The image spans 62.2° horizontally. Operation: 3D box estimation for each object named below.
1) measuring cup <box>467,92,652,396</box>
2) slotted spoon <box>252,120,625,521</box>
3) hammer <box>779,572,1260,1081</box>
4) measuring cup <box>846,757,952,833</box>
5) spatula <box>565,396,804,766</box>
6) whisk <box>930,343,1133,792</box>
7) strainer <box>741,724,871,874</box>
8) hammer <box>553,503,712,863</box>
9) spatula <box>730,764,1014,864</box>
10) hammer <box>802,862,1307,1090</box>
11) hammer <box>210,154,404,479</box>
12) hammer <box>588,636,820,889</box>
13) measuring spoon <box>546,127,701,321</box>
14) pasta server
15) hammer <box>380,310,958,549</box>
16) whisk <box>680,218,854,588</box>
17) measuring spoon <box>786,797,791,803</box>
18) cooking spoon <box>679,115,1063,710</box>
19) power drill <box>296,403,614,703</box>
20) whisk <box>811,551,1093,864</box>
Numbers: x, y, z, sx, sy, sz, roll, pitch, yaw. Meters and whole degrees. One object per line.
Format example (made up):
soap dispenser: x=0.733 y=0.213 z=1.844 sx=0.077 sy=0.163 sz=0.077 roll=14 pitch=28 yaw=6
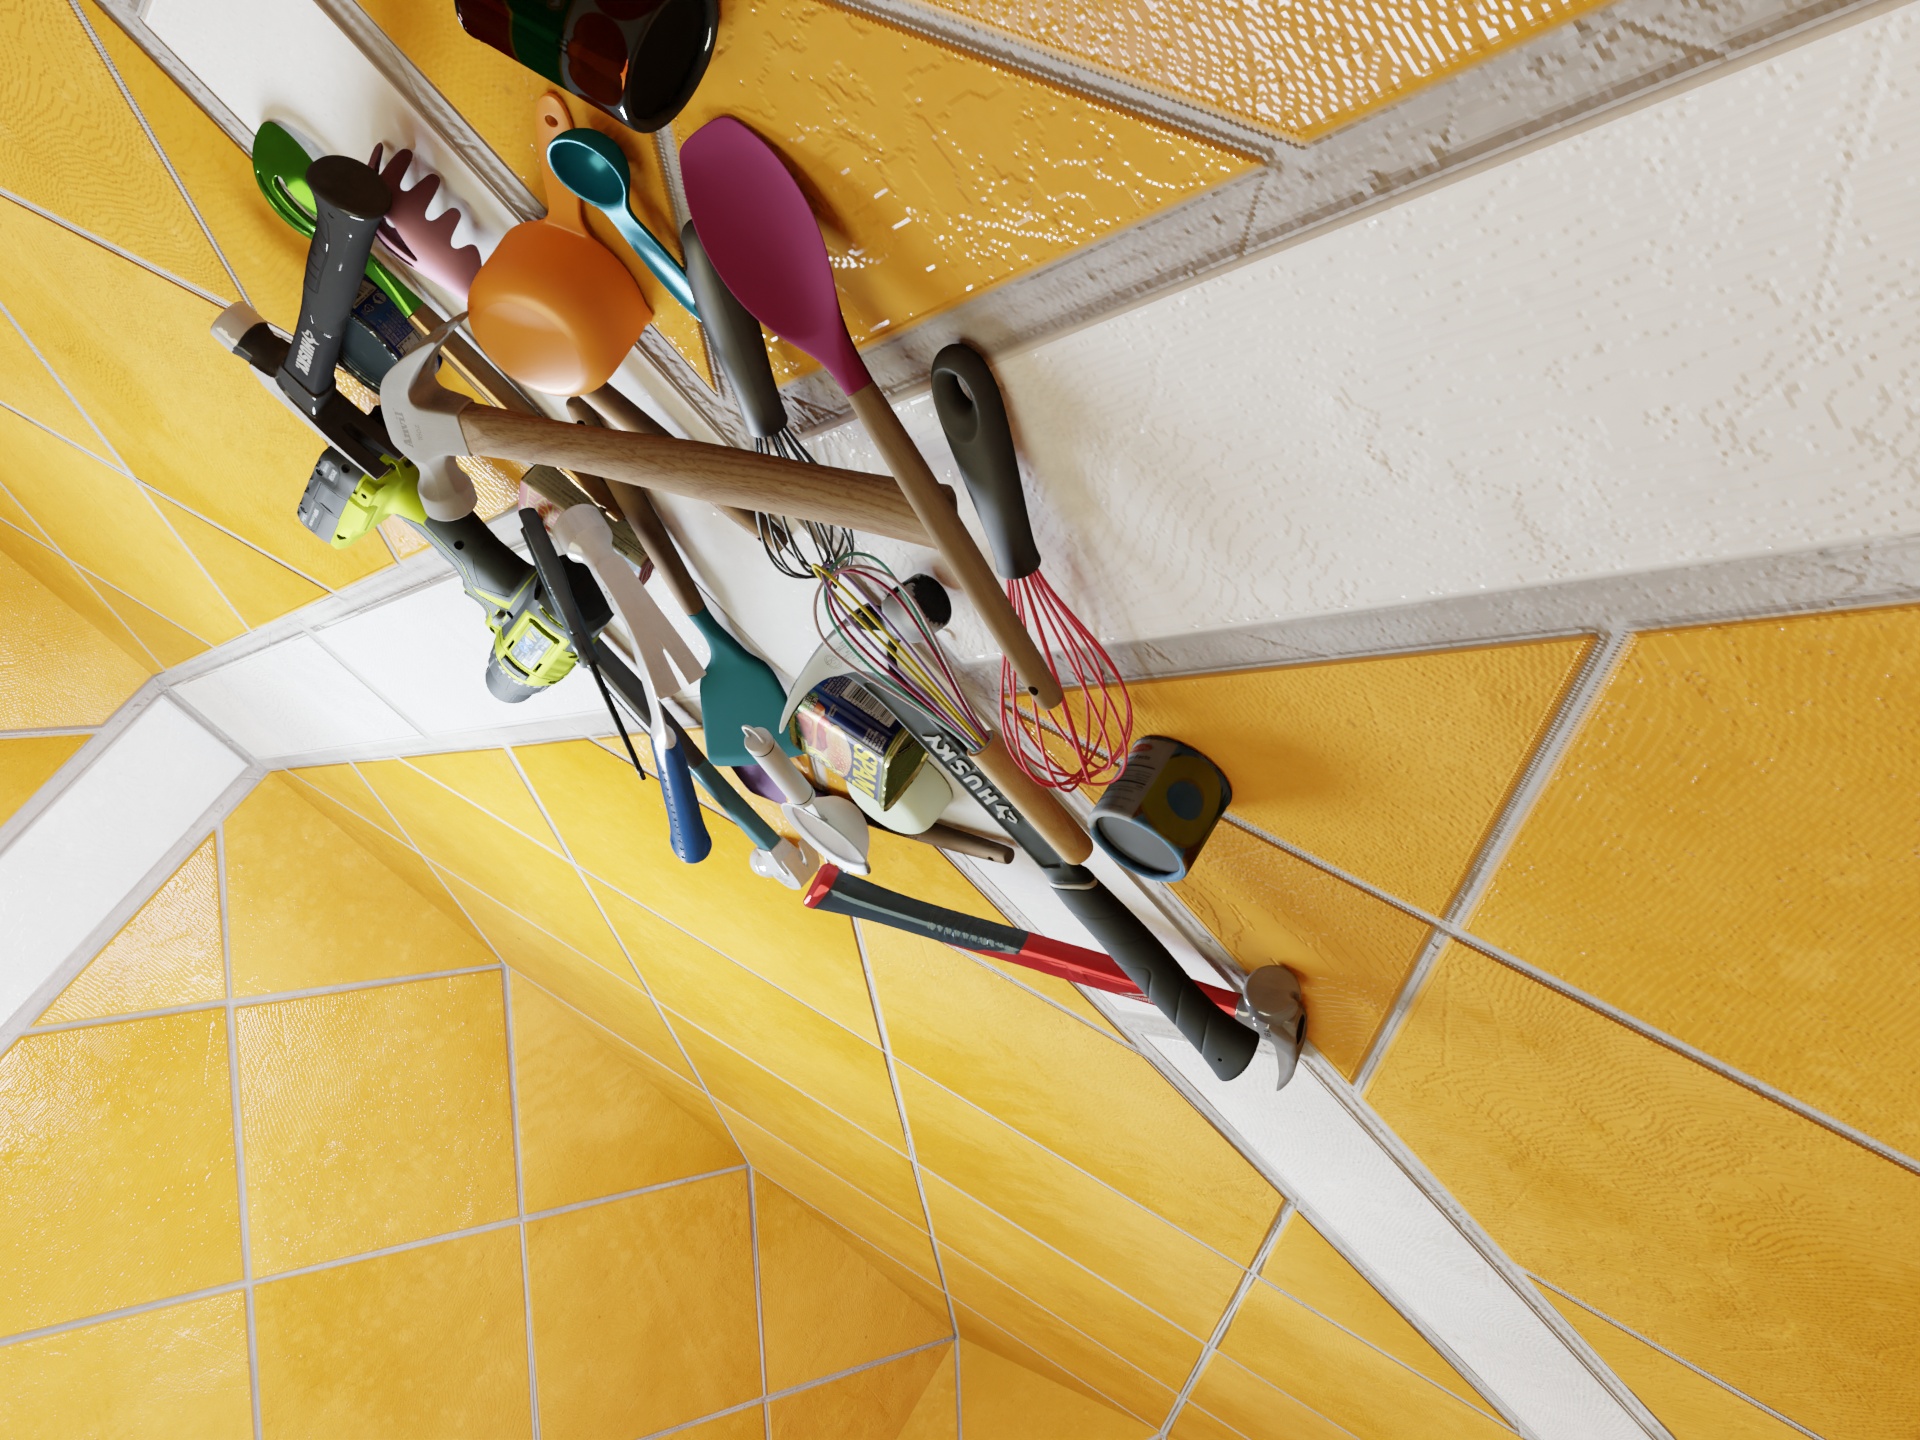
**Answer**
measuring cup: x=-0.214 y=-0.237 z=0.818 sx=0.095 sy=0.052 sz=0.173 roll=21 pitch=149 yaw=3
slotted spoon: x=-0.324 y=-0.239 z=1.003 sx=0.313 sy=0.031 sz=0.070 roll=46 pitch=153 yaw=-26
hammer: x=0.054 y=0.090 z=1.003 sx=0.149 sy=0.036 sz=0.408 roll=-29 pitch=112 yaw=37
measuring cup: x=-0.085 y=0.037 z=1.173 sx=0.168 sy=0.038 sz=0.083 roll=20 pitch=151 yaw=27
spatula: x=-0.192 y=-0.088 z=1.083 sx=0.082 sy=0.044 sz=0.317 roll=-8 pitch=137 yaw=16
whisk: x=0.034 y=-0.066 z=0.821 sx=0.073 sy=0.073 sz=0.295 roll=17 pitch=144 yaw=35
strainer: x=-0.112 y=0.056 z=1.167 sx=0.087 sy=0.050 sz=0.258 roll=29 pitch=165 yaw=23
hammer: x=-0.220 y=0.011 z=1.182 sx=0.144 sy=0.035 sz=0.405 roll=52 pitch=161 yaw=23
spatula: x=-0.080 y=0.071 z=1.255 sx=0.316 sy=0.018 sz=0.059 roll=13 pitch=145 yaw=42
hammer: x=0.062 y=0.179 z=1.173 sx=0.386 sy=0.038 sz=0.143 roll=13 pitch=150 yaw=22
hammer: x=-0.379 y=-0.245 z=0.960 sx=0.146 sy=0.035 sz=0.335 roll=45 pitch=155 yaw=-14
hammer: x=-0.233 y=0.026 z=1.336 sx=0.330 sy=0.033 sz=0.128 roll=51 pitch=159 yaw=-25
measuring spoon: x=-0.154 y=-0.246 z=0.791 sx=0.042 sy=0.021 sz=0.128 roll=7 pitch=153 yaw=37
pasta server: x=-0.221 y=-0.208 z=0.930 sx=0.316 sy=0.040 sz=0.060 roll=39 pitch=156 yaw=-18
hammer: x=-0.160 y=-0.138 z=0.838 sx=0.331 sy=0.031 sz=0.129 roll=12 pitch=139 yaw=16
whisk: x=-0.102 y=-0.160 z=0.842 sx=0.055 sy=0.055 sz=0.238 roll=20 pitch=147 yaw=30
measuring spoon: x=-0.146 y=0.029 z=1.255 sx=0.021 sy=0.011 sz=0.116 roll=20 pitch=143 yaw=37
cooking spoon: x=-0.034 y=-0.136 z=0.757 sx=0.069 sy=0.017 sz=0.318 roll=-16 pitch=113 yaw=42
power drill: x=-0.378 y=-0.114 z=1.200 sx=0.228 sy=0.080 sz=0.190 roll=42 pitch=143 yaw=-11
whisk: x=-0.002 y=-0.004 z=0.904 sx=0.047 sy=0.051 sz=0.244 roll=-13 pitch=127 yaw=48
